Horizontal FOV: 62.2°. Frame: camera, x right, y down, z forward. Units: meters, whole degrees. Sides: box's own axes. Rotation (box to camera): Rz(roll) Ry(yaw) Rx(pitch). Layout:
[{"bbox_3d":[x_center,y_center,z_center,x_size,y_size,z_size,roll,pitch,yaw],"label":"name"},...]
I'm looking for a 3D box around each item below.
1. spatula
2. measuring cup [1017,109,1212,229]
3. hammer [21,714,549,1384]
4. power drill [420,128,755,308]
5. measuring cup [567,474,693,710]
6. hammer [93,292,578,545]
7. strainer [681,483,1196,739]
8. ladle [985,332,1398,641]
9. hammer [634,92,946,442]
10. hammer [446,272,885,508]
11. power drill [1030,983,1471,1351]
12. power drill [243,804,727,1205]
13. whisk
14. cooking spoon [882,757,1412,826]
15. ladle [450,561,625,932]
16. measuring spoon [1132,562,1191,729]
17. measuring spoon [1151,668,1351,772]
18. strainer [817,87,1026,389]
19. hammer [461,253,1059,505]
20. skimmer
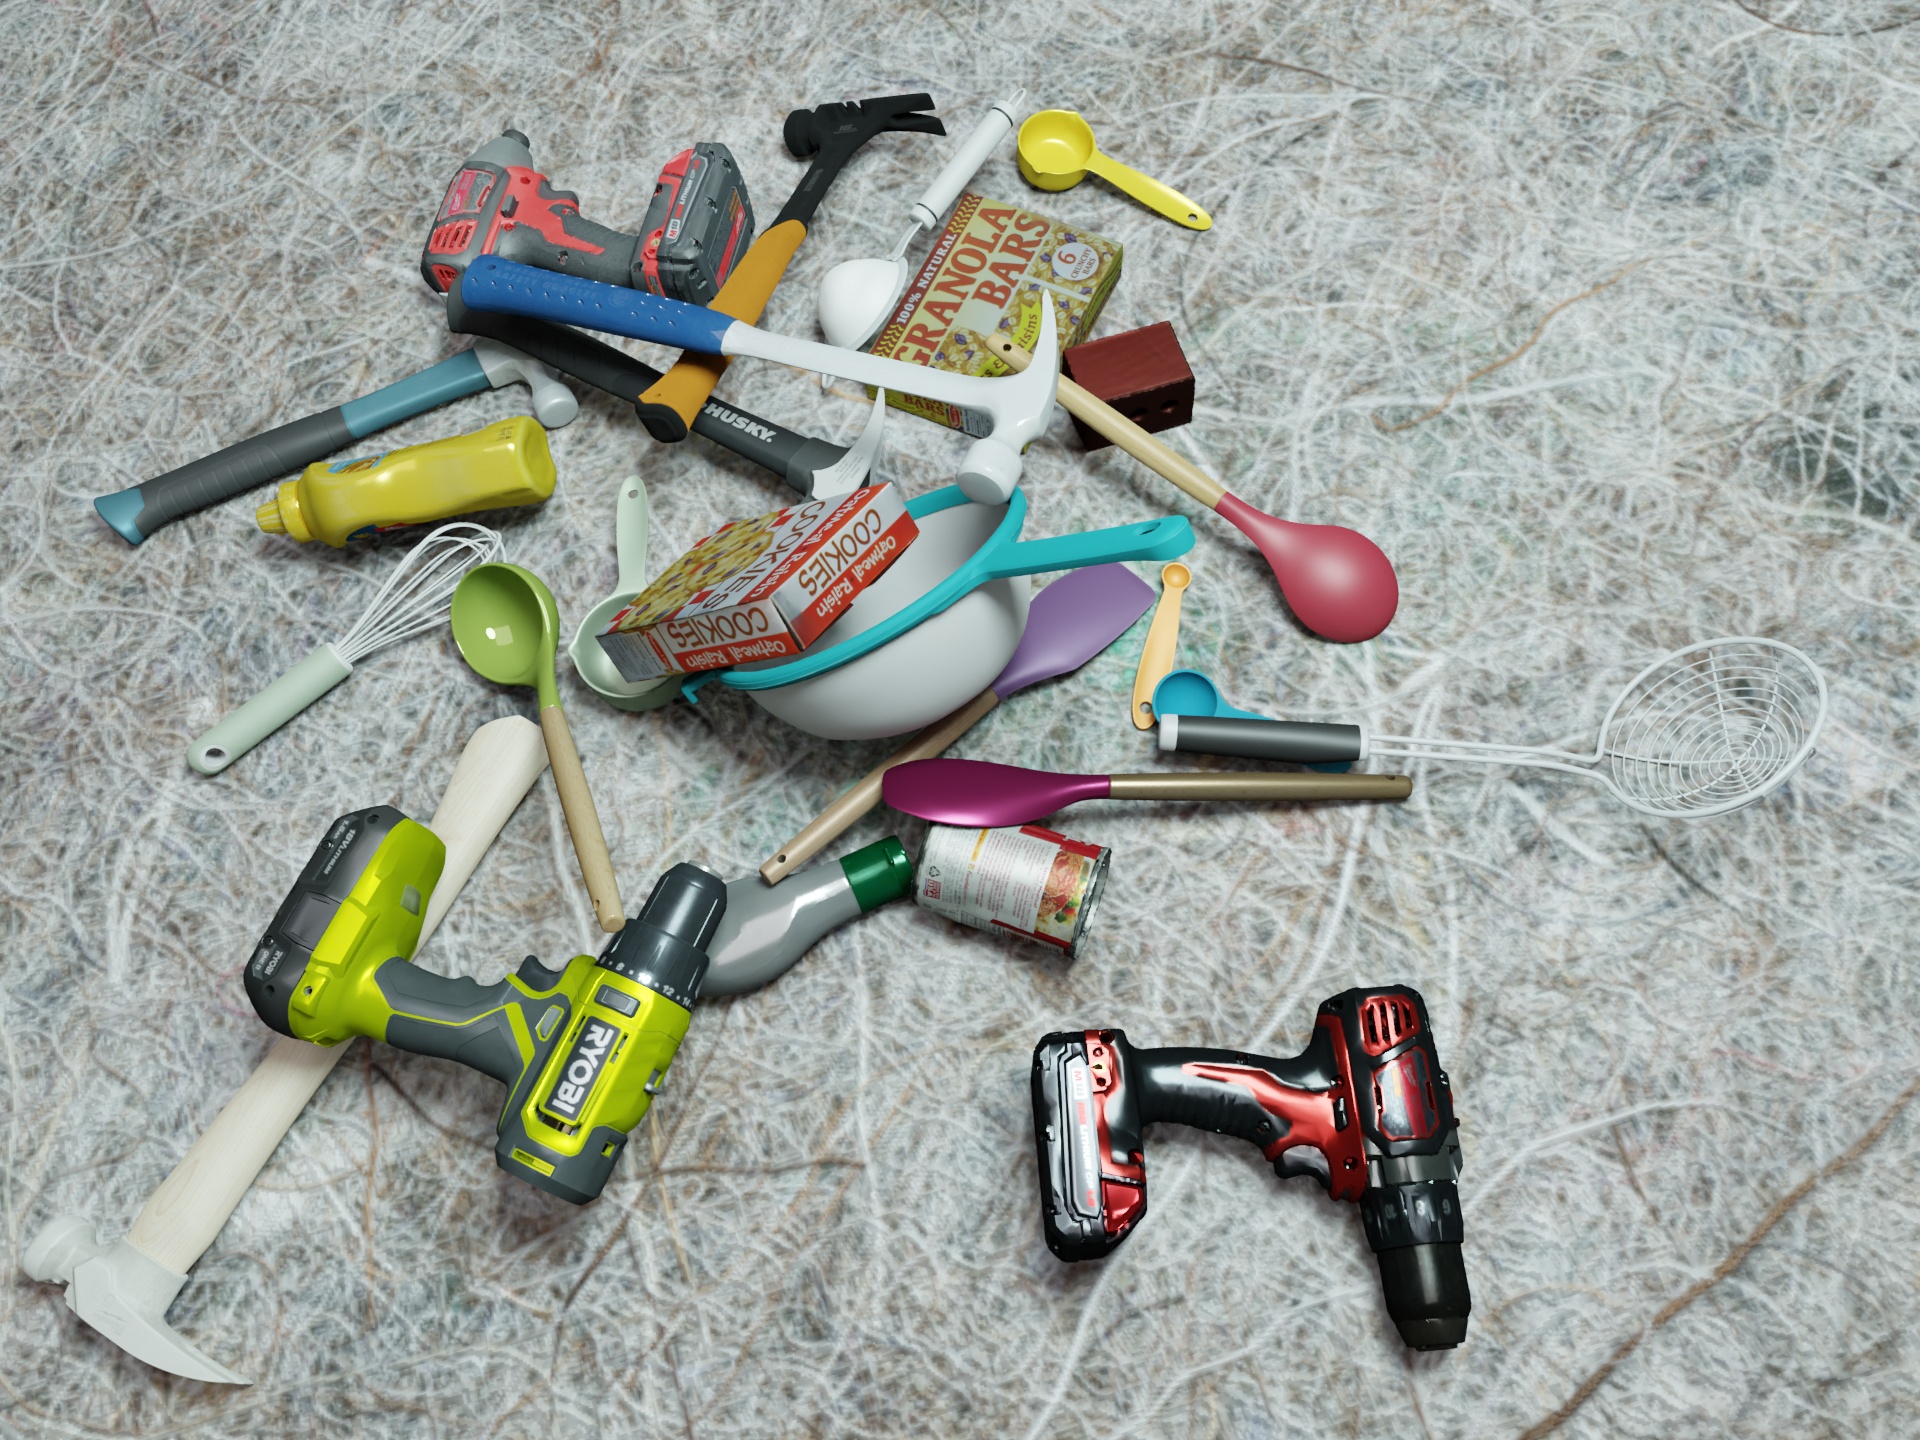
[{"bbox_3d":[-0.002,-0.003,0.982,0.316,0.018,0.060,-40,66,-21],"label":"spatula"},{"bbox_3d":[0.112,-0.391,1.162,0.156,0.029,0.062,30,72,4],"label":"measuring cup"},{"bbox_3d":[-0.361,0.177,0.942,0.146,0.038,0.411,27,71,14],"label":"hammer"},{"bbox_3d":[-0.270,-0.362,1.151,0.220,0.078,0.143,8,67,11],"label":"power drill"},{"bbox_3d":[-0.211,-0.083,1.043,0.083,0.038,0.168,-7,64,2],"label":"measuring cup"},{"bbox_3d":[-0.442,-0.203,1.116,0.331,0.033,0.128,-24,67,-6],"label":"hammer"},{"bbox_3d":[0.008,-0.054,0.911,0.340,0.095,0.211,-4,34,46],"label":"strainer"},{"bbox_3d":[0.145,-0.156,1.013,0.315,0.031,0.069,36,84,7],"label":"ladle"},{"bbox_3d":[-0.125,-0.316,1.087,0.127,0.034,0.337,5,55,29],"label":"hammer"},{"bbox_3d":[-0.206,-0.228,1.078,0.335,0.035,0.146,27,57,12],"label":"hammer"},{"bbox_3d":[0.157,0.243,0.850,0.226,0.080,0.188,-5,66,-1],"label":"power drill"},{"bbox_3d":[-0.256,0.137,0.889,0.228,0.080,0.191,22,72,12],"label":"power drill"},{"bbox_3d":[-0.401,-0.047,1.042,0.246,0.057,0.059,-39,35,-9],"label":"whisk"},{"bbox_3d":[0.113,0.039,0.943,0.319,0.017,0.069,1,32,-6],"label":"cooking spoon"},{"bbox_3d":[-0.246,0.010,0.930,0.078,0.062,0.321,-58,38,23],"label":"ladle"},{"bbox_3d":[0.127,-0.047,1.014,0.021,0.011,0.117,15,72,1],"label":"measuring spoon"},{"bbox_3d":[0.179,0.006,0.984,0.128,0.021,0.042,22,83,4],"label":"measuring spoon"},{"bbox_3d":[-0.033,-0.346,1.110,0.258,0.050,0.087,-53,31,-8],"label":"strainer"},{"bbox_3d":[-0.130,-0.239,0.989,0.405,0.035,0.144,17,63,18],"label":"hammer"},{"bbox_3d":[0.301,-0.003,0.927,0.363,0.090,0.127,4,46,4],"label":"skimmer"}]
